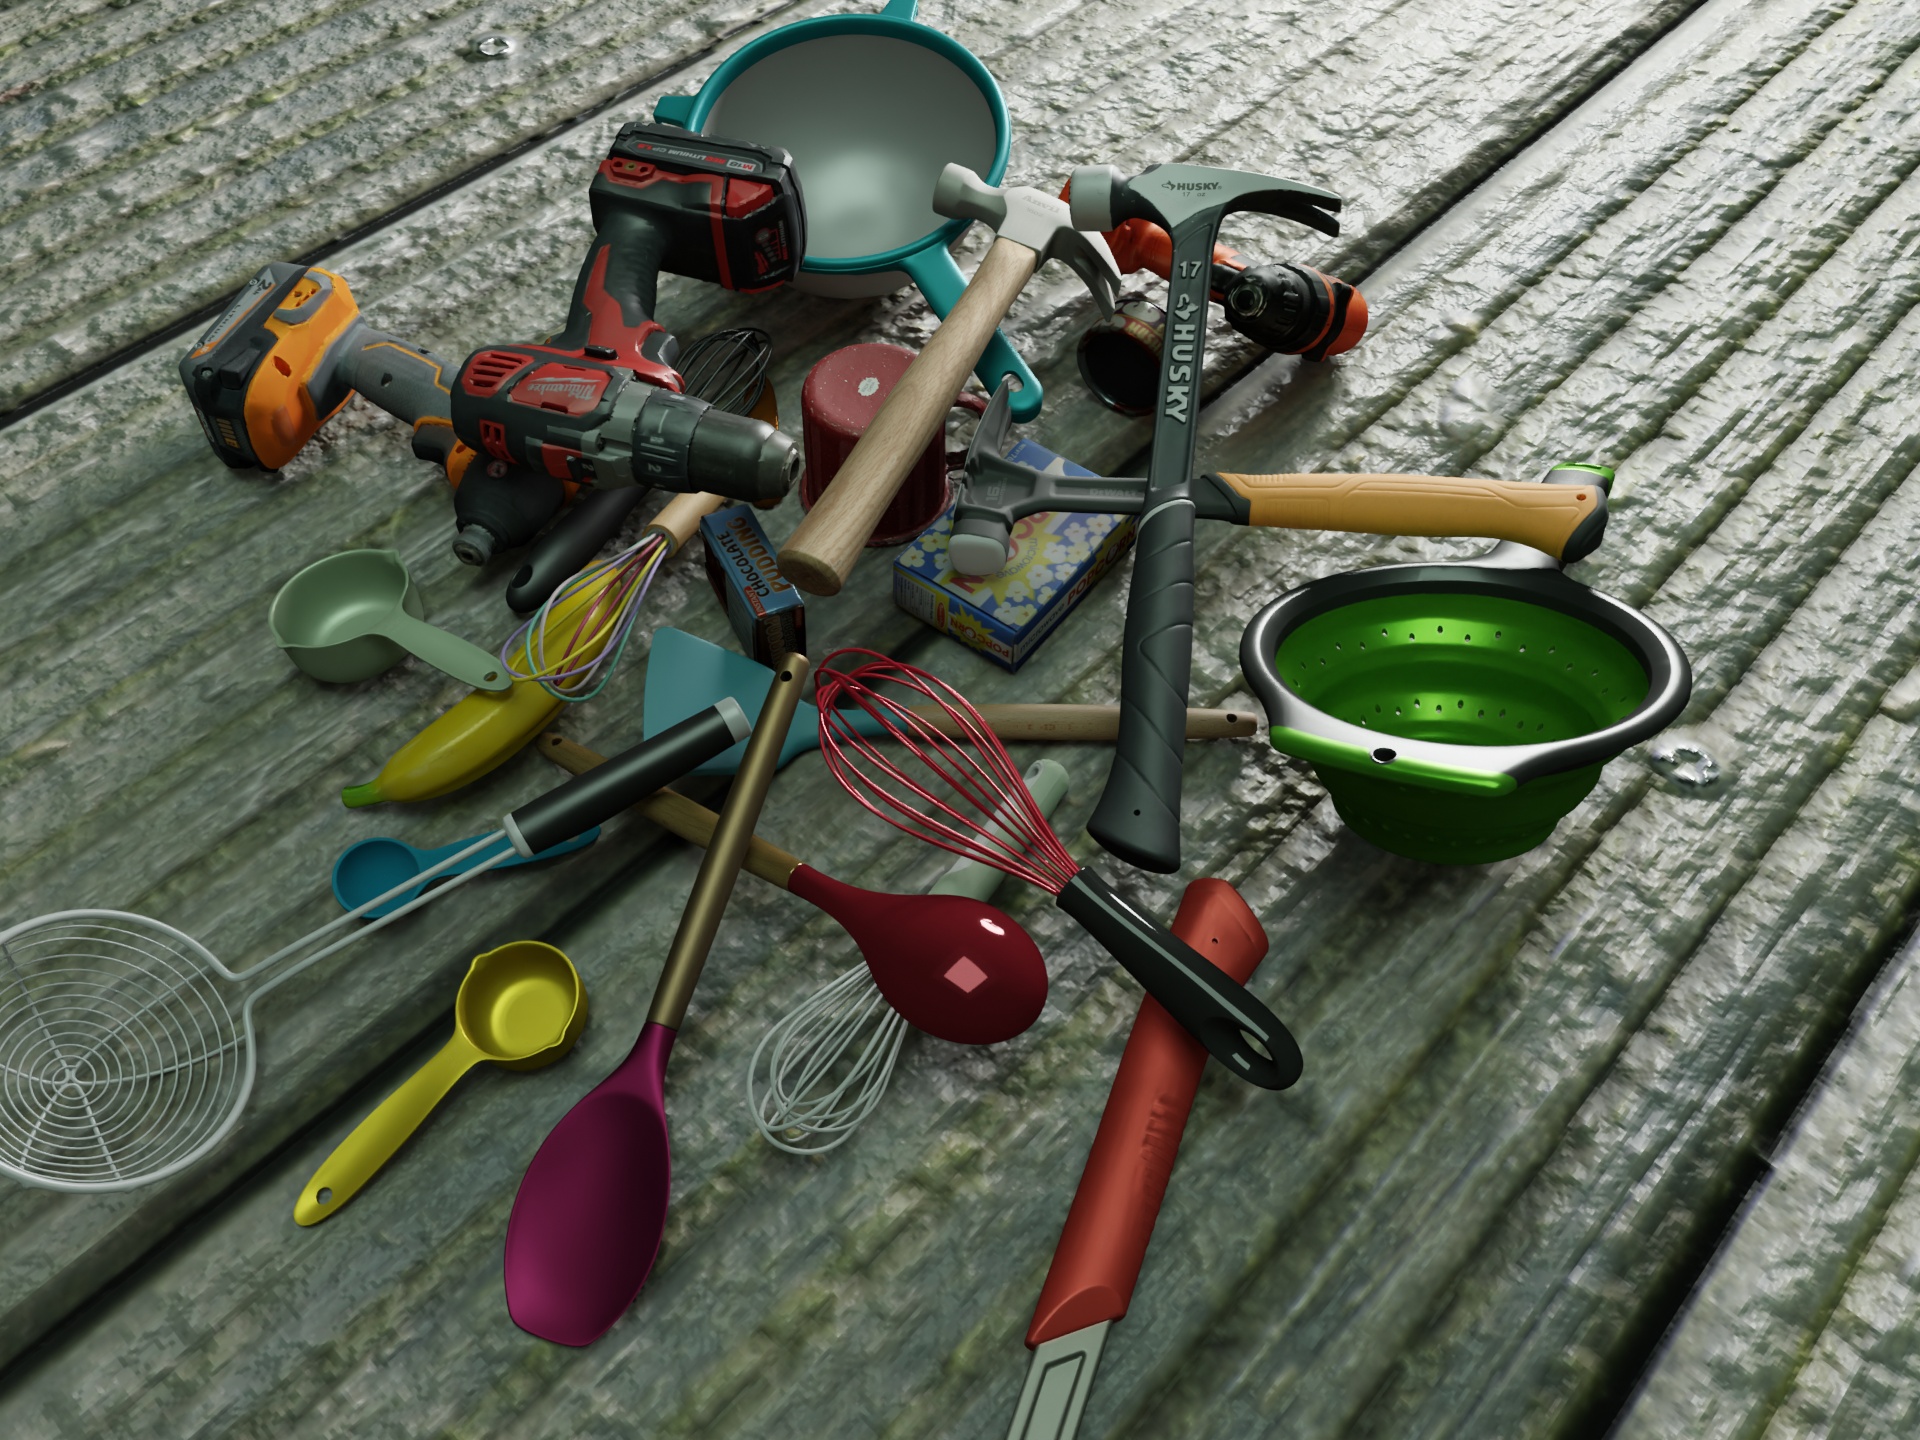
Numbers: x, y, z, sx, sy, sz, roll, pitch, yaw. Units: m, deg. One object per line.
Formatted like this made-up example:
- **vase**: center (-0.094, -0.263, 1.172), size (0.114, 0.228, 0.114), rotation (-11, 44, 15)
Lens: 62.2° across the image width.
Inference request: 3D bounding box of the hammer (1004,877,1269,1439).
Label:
- **hammer**: center (0.051, 0.217, 0.668), size (0.149, 0.036, 0.359), rotation (17, 55, 11)

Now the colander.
- **colander**: center (0.281, -0.032, 0.833), size (0.205, 0.094, 0.397), rotation (13, 34, 29)

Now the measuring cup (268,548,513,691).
- **measuring cup**: center (-0.290, -0.037, 0.834), size (0.168, 0.038, 0.083), rotation (24, 56, 26)

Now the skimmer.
- **skimmer**: center (-0.257, 0.078, 0.710), size (0.363, 0.090, 0.127), rotation (-29, 80, -13)

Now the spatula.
- **spatula**: center (-0.001, -0.003, 0.825), size (0.317, 0.044, 0.082), rotation (0, 64, -3)

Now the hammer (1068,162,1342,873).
- **hammer**: center (0.111, -0.119, 0.808), size (0.149, 0.036, 0.409), rotation (3, 67, 12)

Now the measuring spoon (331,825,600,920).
- **measuring spoon**: center (-0.242, 0.071, 0.786), size (0.128, 0.021, 0.042), rotation (-12, 65, -21)

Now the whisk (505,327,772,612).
- **whisk**: center (-0.186, -0.150, 0.929), size (0.055, 0.055, 0.239), rotation (27, 63, 17)

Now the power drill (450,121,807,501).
- **power drill**: center (-0.153, -0.219, 0.882), size (0.188, 0.080, 0.227), rotation (14, 60, 9)

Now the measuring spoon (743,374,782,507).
- **measuring spoon**: center (-0.121, -0.174, 0.969), size (0.021, 0.011, 0.117), rotation (-5, 53, -5)

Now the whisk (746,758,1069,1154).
- **whisk**: center (-0.016, 0.101, 0.748), size (0.059, 0.058, 0.246), rotation (47, 55, -10)

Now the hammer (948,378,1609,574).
- **hammer**: center (0.167, -0.122, 0.852), size (0.337, 0.034, 0.127), rotation (5, 53, 11)

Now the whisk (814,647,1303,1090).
- **whisk**: center (0.037, 0.064, 0.727), size (0.296, 0.073, 0.073), rotation (40, 62, 21)

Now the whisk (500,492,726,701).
- **whisk**: center (-0.168, -0.086, 0.854), size (0.051, 0.047, 0.245), rotation (39, 38, -9)

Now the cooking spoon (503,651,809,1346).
- **cooking spoon**: center (-0.124, 0.112, 0.709), size (0.069, 0.017, 0.319), rotation (12, 70, 15)

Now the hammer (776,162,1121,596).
- **hammer**: center (-0.009, -0.189, 0.868), size (0.130, 0.031, 0.331), rotation (22, 55, 8)

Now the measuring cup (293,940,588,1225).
- **measuring cup**: center (-0.231, 0.166, 0.712), size (0.062, 0.029, 0.156), rotation (37, 73, 23)

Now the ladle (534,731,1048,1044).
- **ladle**: center (-0.094, 0.064, 0.749), size (0.316, 0.031, 0.069), rotation (23, 52, 31)

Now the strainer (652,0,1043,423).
- **strainer**: center (-0.040, -0.302, 1.025), size (0.211, 0.095, 0.341), rotation (-28, 69, -9)

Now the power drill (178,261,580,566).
- **power drill**: center (-0.325, -0.175, 0.925), size (0.226, 0.084, 0.164), rotation (16, 55, 6)
